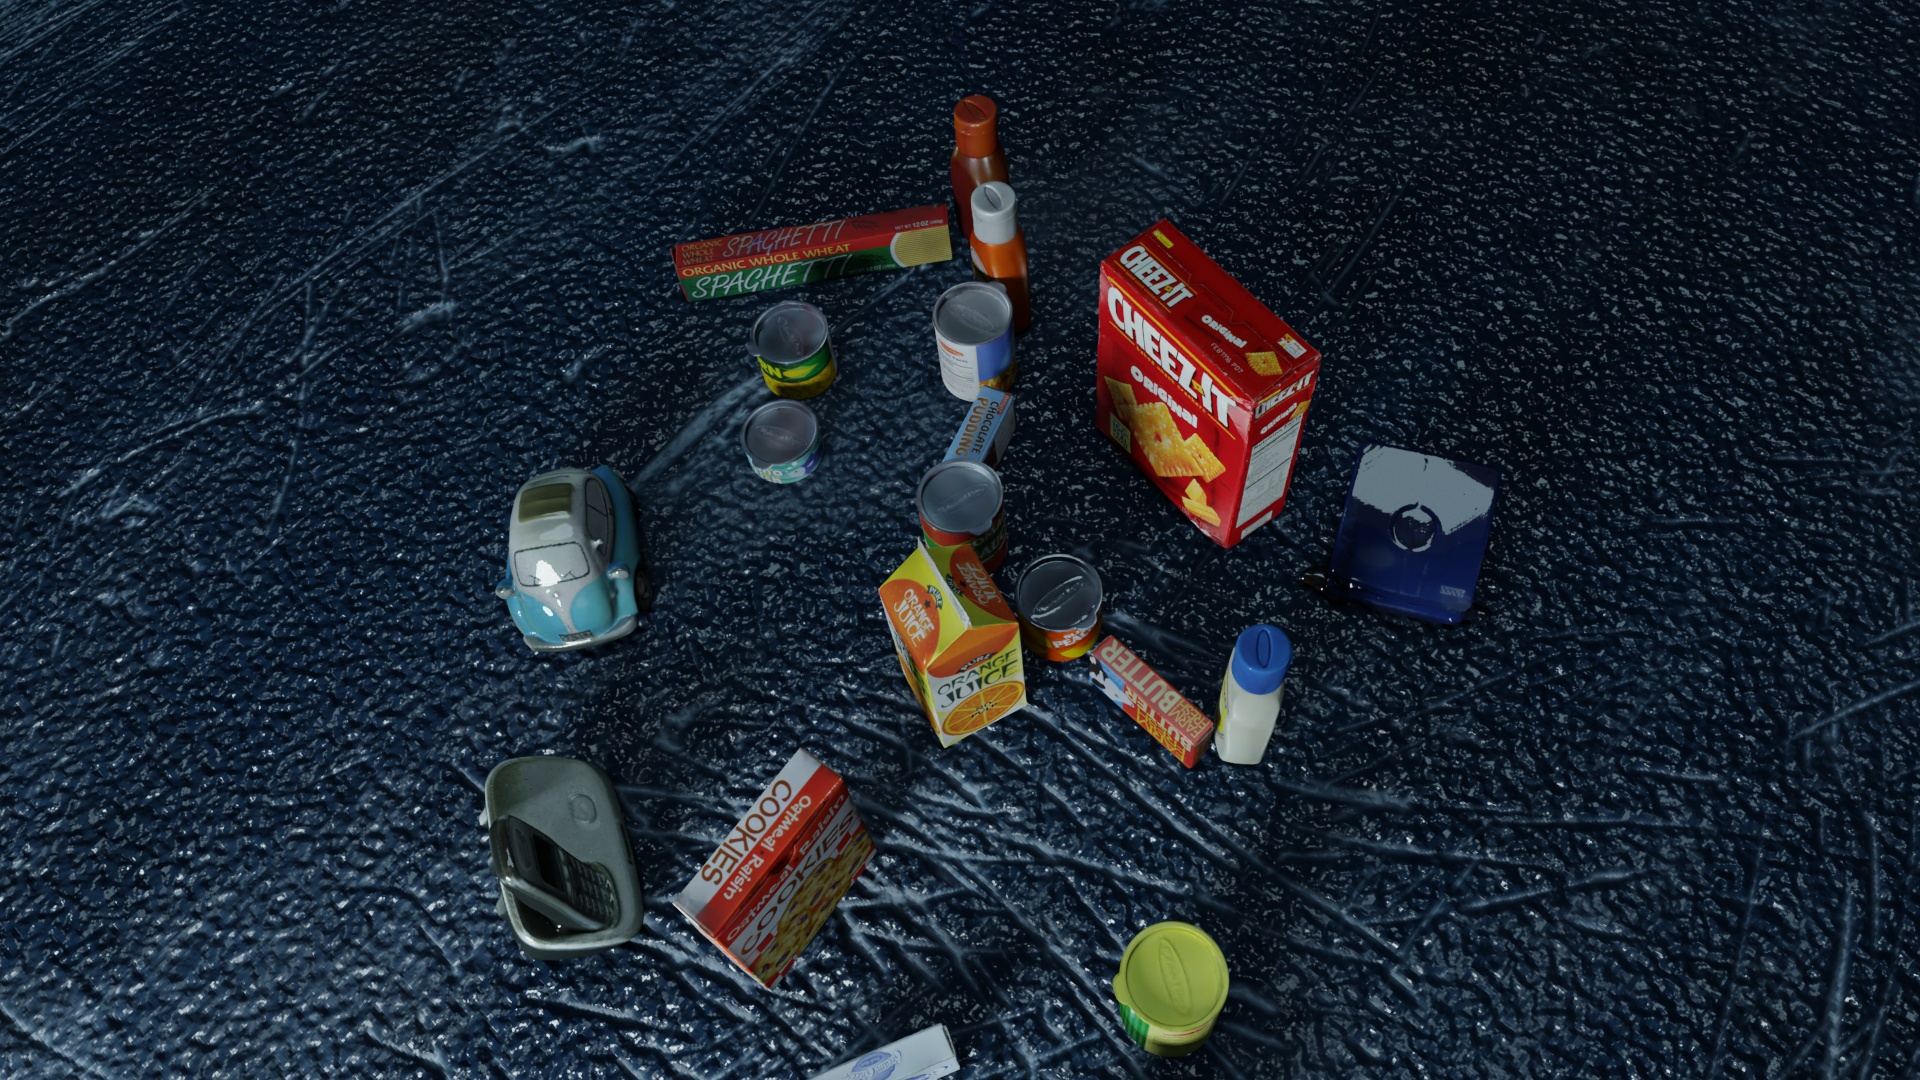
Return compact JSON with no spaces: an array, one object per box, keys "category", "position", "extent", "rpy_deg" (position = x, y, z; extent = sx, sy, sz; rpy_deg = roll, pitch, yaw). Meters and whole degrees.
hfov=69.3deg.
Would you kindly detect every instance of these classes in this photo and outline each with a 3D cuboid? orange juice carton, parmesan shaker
[{"category":"orange juice carton","position":[-0.004,0.069,0.978],"extent":[0.073,0.191,0.072],"rpy_deg":[-26,62,-9]},{"category":"parmesan shaker","position":[0.132,0.291,0.894],"extent":[0.071,0.102,0.071],"rpy_deg":[-2,61,4]}]

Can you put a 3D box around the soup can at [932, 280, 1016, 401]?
[{"category":"soup can","position":[0.015,-0.168,1.170],"extent":[0.071,0.083,0.071],"rpy_deg":[-2,61,4]}]

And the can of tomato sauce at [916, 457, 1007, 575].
[{"category":"can of tomato sauce","position":[0.004,-0.014,1.085],"extent":[0.071,0.082,0.071],"rpy_deg":[-2,61,4]}]

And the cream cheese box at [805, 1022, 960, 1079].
[{"category":"cream cheese box","position":[-0.052,0.349,0.905],"extent":[0.104,0.053,0.024],"rpy_deg":[-21,62,-7]}]

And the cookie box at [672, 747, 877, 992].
[{"category":"cookie box","position":[-0.115,0.221,0.917],"extent":[0.040,0.166,0.123],"rpy_deg":[31,68,20]}]

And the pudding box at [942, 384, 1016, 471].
[{"category":"pudding box","position":[0.017,-0.079,1.140],"extent":[0.030,0.049,0.084],"rpy_deg":[20,65,15]}]

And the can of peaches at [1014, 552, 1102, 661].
[{"category":"can of peaches","position":[0.076,0.053,1.056],"extent":[0.071,0.057,0.071],"rpy_deg":[-2,61,4]}]

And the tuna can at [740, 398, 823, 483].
[{"category":"tuna can","position":[-0.150,-0.081,1.165],"extent":[0.071,0.032,0.071],"rpy_deg":[-2,61,4]}]

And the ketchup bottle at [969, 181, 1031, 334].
[{"category":"ketchup bottle","position":[0.033,-0.239,1.170],"extent":[0.043,0.148,0.065],"rpy_deg":[-25,62,-8]}]

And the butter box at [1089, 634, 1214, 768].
[{"category":"butter box","position":[0.139,0.118,1.018],"extent":[0.024,0.053,0.104],"rpy_deg":[-41,66,-16]}]

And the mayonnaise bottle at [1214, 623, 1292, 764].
[{"category":"mayonnaise bottle","position":[0.203,0.104,0.966],"extent":[0.041,0.147,0.065],"rpy_deg":[4,62,7]}]

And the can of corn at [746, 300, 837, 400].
[{"category":"can of corn","position":[-0.144,-0.162,1.194],"extent":[0.071,0.058,0.071],"rpy_deg":[-2,61,4]}]

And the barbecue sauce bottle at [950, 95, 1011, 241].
[{"category":"barbecue sauce bottle","position":[0.018,-0.322,1.218],"extent":[0.044,0.148,0.065],"rpy_deg":[-35,64,-14]}]

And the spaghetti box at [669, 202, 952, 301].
[{"category":"spaghetti box","position":[-0.132,-0.259,1.252],"extent":[0.250,0.050,0.029],"rpy_deg":[-9,61,0]}]
